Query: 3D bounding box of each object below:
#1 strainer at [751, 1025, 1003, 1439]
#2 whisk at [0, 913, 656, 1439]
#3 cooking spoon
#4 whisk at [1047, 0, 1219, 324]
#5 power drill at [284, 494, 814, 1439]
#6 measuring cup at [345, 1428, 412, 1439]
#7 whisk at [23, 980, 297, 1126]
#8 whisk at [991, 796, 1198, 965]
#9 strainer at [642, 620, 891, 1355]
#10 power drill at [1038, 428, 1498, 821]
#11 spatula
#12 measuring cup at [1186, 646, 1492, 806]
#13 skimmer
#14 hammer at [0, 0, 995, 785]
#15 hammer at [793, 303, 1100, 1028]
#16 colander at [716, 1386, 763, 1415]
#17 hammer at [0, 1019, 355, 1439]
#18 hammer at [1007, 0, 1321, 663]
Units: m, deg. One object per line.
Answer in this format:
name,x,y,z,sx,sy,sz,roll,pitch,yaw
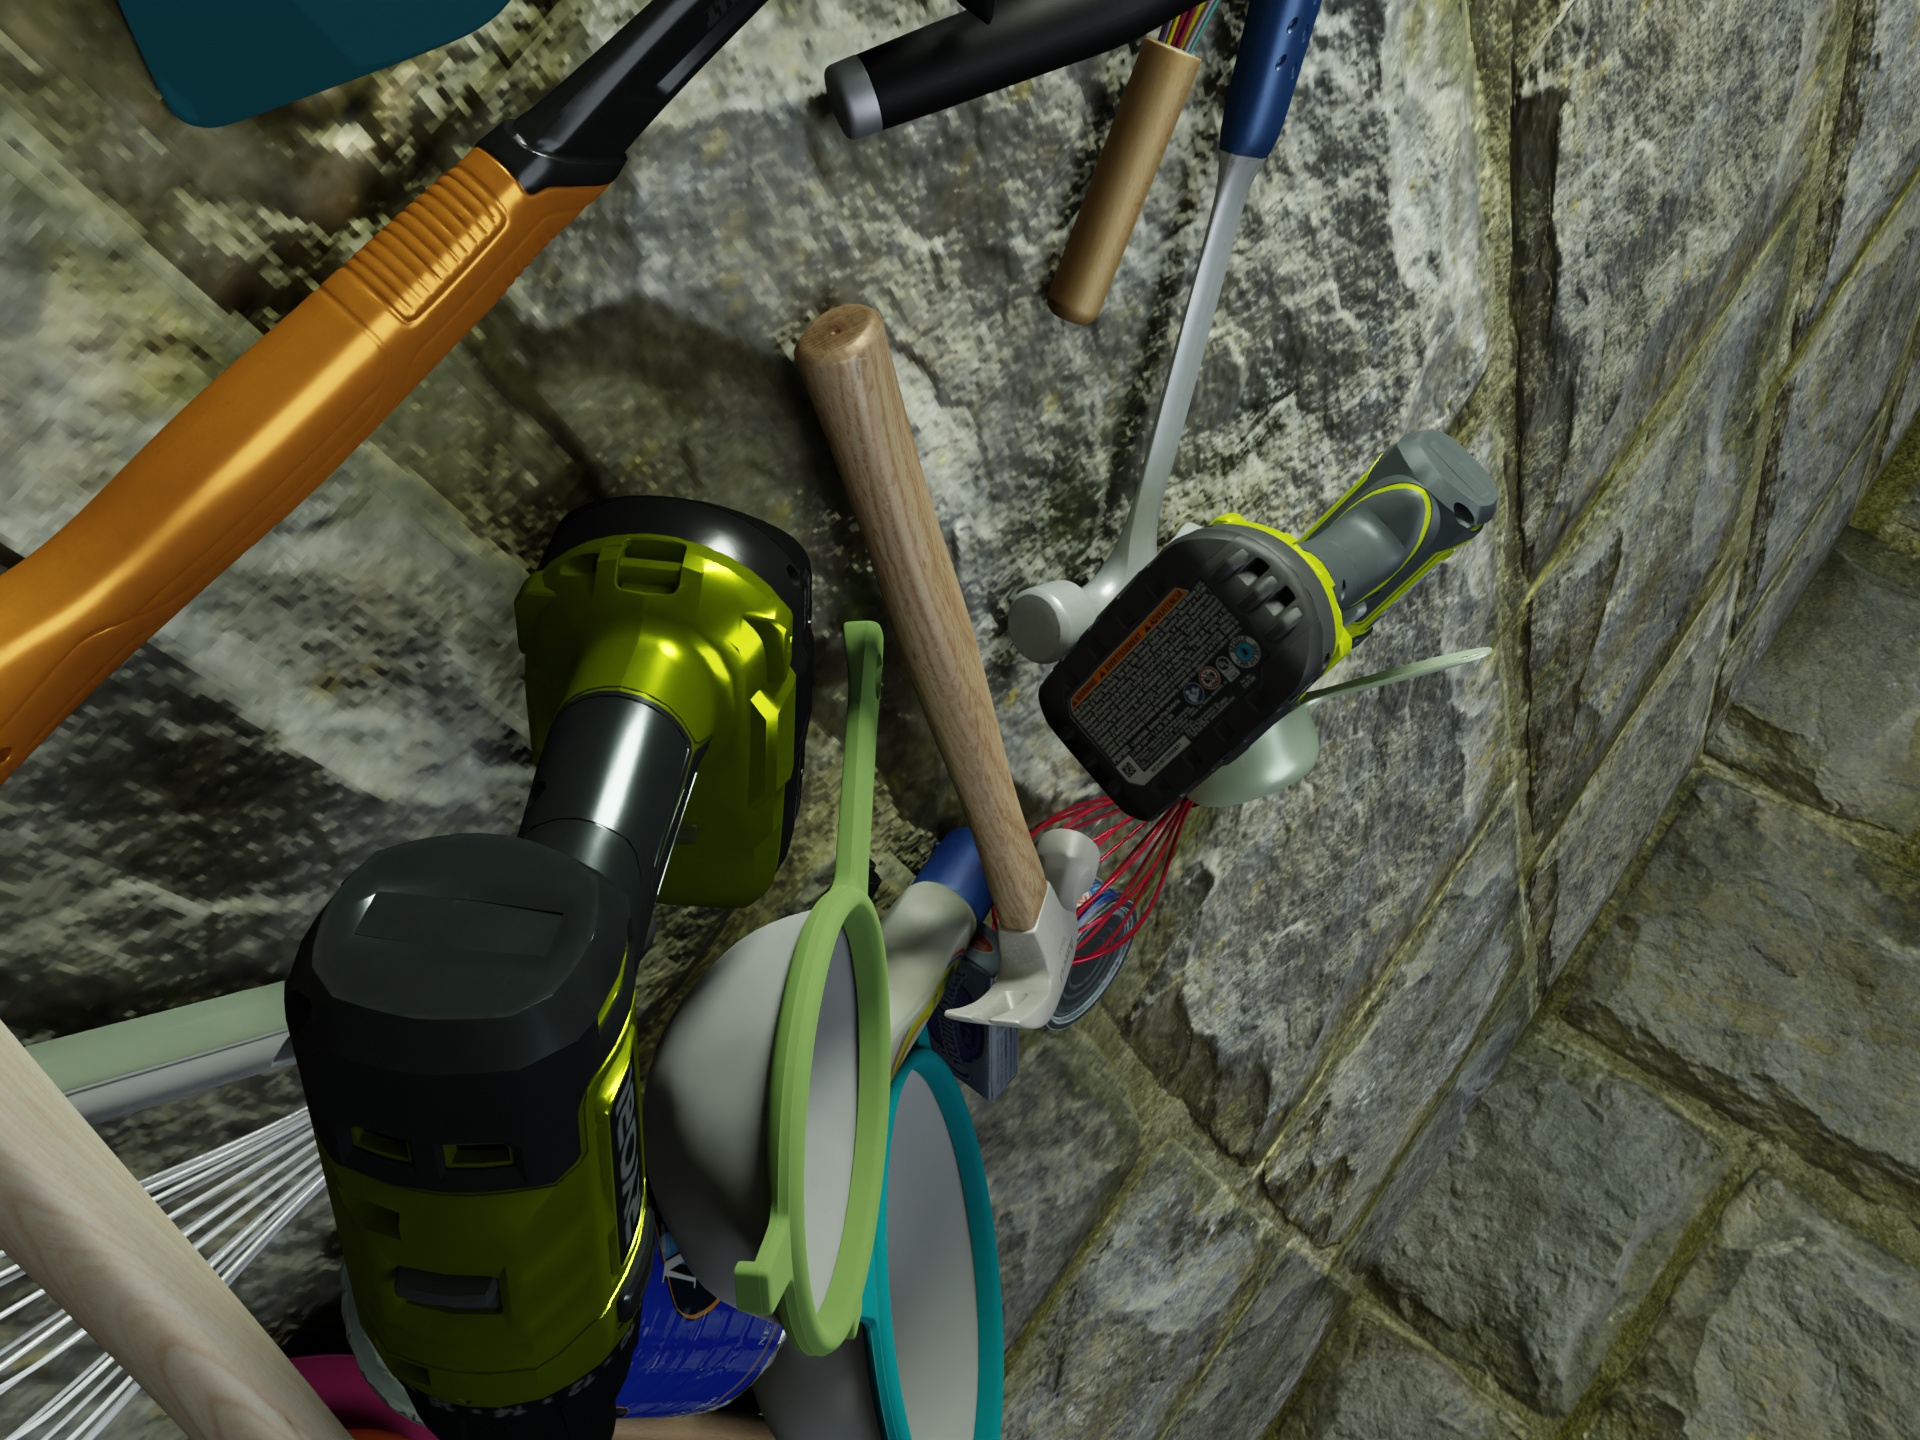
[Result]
strainer,-0.035,0.316,0.752,0.211,0.095,0.340,-76,156,-63
whisk,-0.197,0.129,0.471,0.284,0.070,0.070,-35,143,-44
cooking spoon,-0.157,0.278,0.634,0.068,0.017,0.318,-40,140,13
whisk,0.080,-0.255,0.549,0.047,0.051,0.245,-77,-171,-65
power drill,-0.094,0.064,0.413,0.229,0.080,0.190,-83,179,-53
measuring cup,-0.252,0.274,0.523,0.173,0.052,0.095,21,119,-37
whisk,-0.251,0.097,0.365,0.246,0.059,0.057,-10,137,-59
whisk,0.111,0.045,0.854,0.296,0.073,0.073,-35,143,-44
strainer,-0.066,0.081,0.552,0.151,0.069,0.257,74,17,-65
power drill,0.139,-0.042,0.722,0.223,0.080,0.171,-28,164,-50
spatula,-0.055,-0.231,0.387,0.317,0.044,0.082,-42,146,-35
measuring cup,0.186,0.004,0.795,0.083,0.167,0.038,-52,123,-74
skimmer,0.119,-0.269,0.506,0.363,0.090,0.127,-24,132,-6
hammer,-0.110,-0.111,0.369,0.337,0.034,0.127,-47,170,-9
hammer,-0.001,-0.002,0.604,0.130,0.031,0.331,-70,152,-42
colander,-0.171,0.391,0.712,0.396,0.094,0.205,26,64,-43
hammer,-0.171,0.131,0.350,0.038,0.146,0.410,-60,148,-42
hammer,0.113,-0.217,0.637,0.144,0.035,0.405,-22,134,-46
